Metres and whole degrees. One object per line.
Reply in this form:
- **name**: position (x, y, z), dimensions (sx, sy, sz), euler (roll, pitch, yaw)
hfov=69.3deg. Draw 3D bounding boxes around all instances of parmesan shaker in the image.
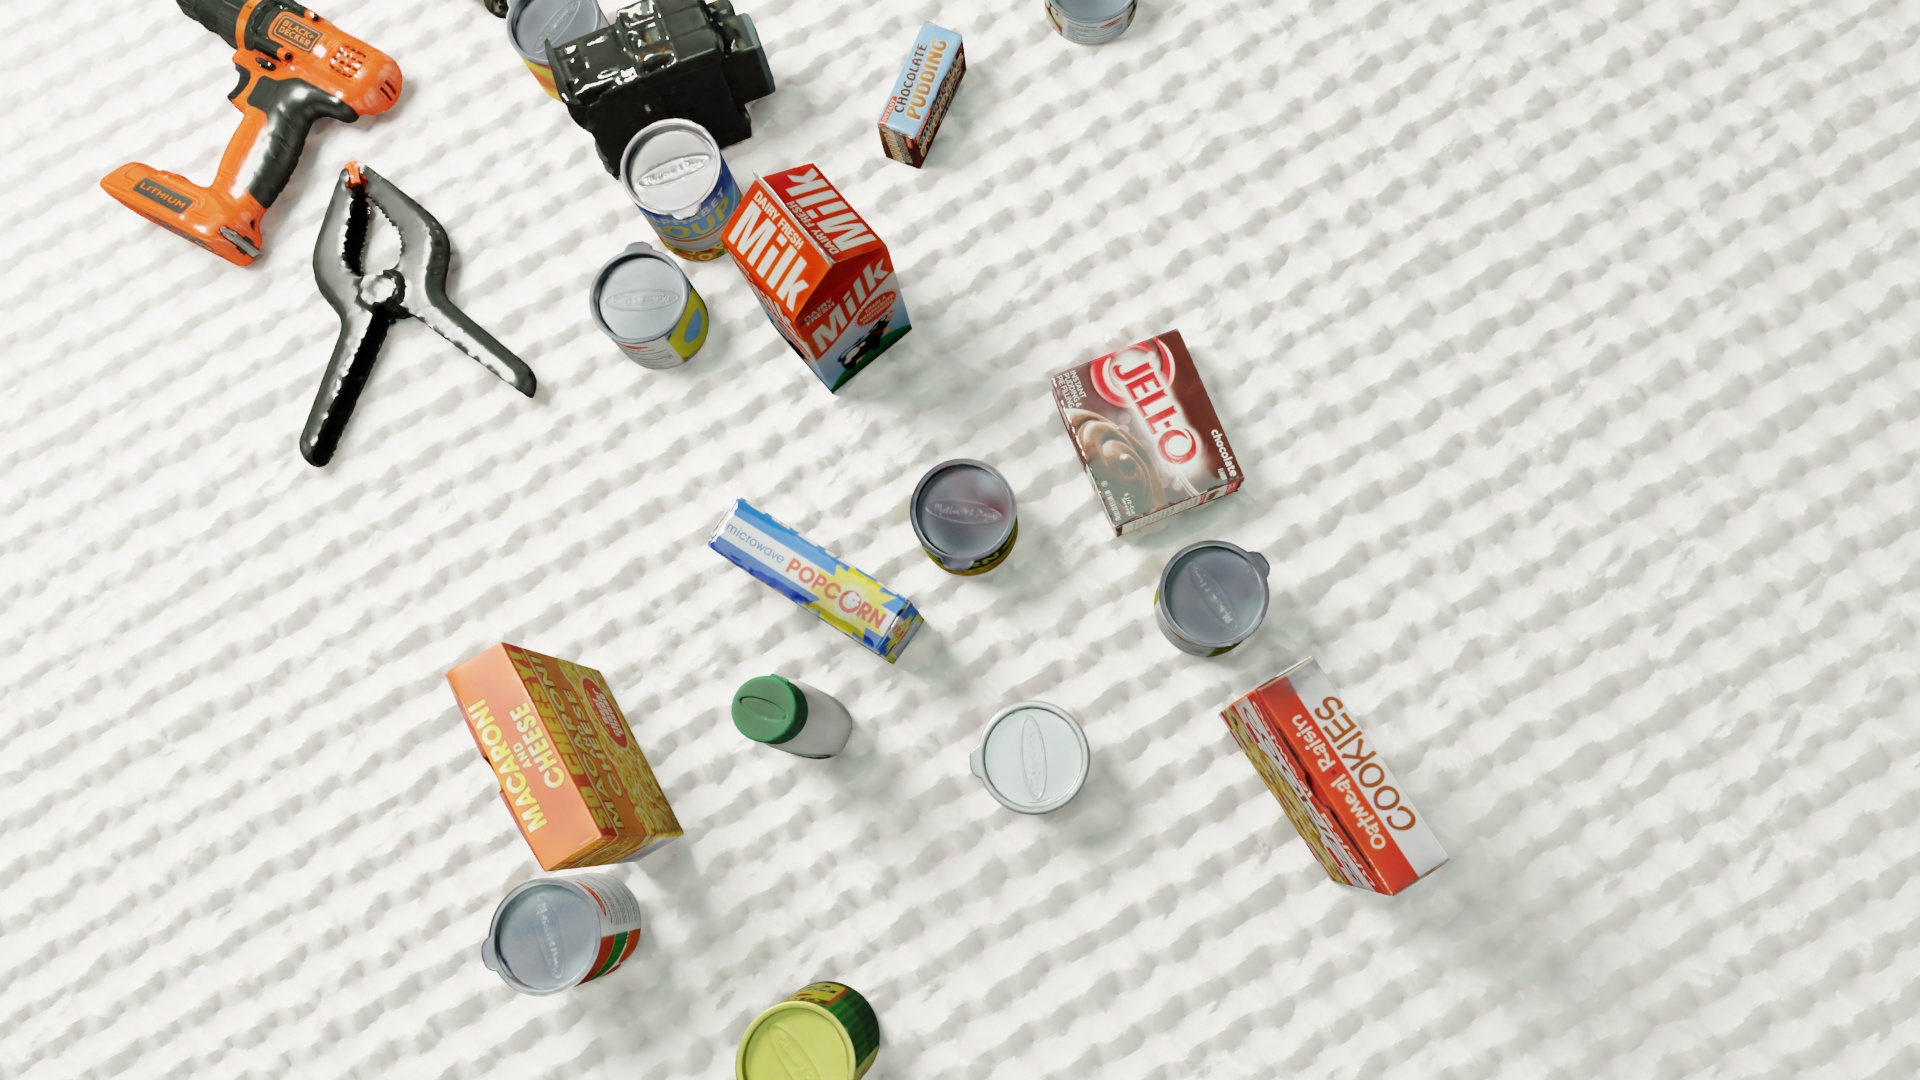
- **parmesan shaker**: position (-0.088, 0.296, 0.804), dimensions (0.071, 0.103, 0.071), euler (-1, 79, 4)

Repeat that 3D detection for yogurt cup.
- **yogurt cup**: position (0.045, 0.134, 0.853), dimensions (0.072, 0.054, 0.072), euler (-1, 79, 4)

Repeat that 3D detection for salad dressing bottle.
- **salad dressing bottle**: position (-0.102, 0.104, 0.821), dimensions (0.064, 0.147, 0.044), euler (20, 81, 8)

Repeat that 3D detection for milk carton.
- **milk carton**: position (-0.087, -0.163, 0.853), dimensions (0.073, 0.190, 0.072), euler (-40, 79, -4)

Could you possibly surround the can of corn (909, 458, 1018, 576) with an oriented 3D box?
- **can of corn**: position (0.003, -0.011, 0.883), dimensions (0.071, 0.058, 0.071), euler (-1, 79, 4)

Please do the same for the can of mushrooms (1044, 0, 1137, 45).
- **can of mushrooms**: position (0.091, -0.384, 0.967), dimensions (0.071, 0.033, 0.071), euler (-1, 78, 4)

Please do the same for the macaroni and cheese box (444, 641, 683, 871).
- **macaroni and cheese box**: position (-0.228, 0.130, 0.815), dimensions (0.040, 0.166, 0.124), euler (-31, 78, -2)

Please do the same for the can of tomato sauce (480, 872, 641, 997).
- **can of tomato sauce**: position (-0.237, 0.236, 0.836), dimensions (0.071, 0.083, 0.071), euler (-1, 79, 4)

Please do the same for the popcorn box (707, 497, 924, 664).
- **popcorn box**: position (-0.089, 0.026, 0.868), dimensions (0.127, 0.085, 0.038), euler (31, 83, 9)

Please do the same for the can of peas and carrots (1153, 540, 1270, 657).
- **can of peas and carrots**: position (0.156, 0.036, 0.863), dimensions (0.071, 0.058, 0.071), euler (-1, 79, 4)

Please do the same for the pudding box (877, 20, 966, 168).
- **pudding box**: position (-0.026, -0.305, 0.950), dimensions (0.030, 0.049, 0.084), euler (22, 81, 8)

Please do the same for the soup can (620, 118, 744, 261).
- **soup can**: position (-0.182, -0.229, 0.928), dimensions (0.071, 0.083, 0.071), euler (-1, 79, 4)

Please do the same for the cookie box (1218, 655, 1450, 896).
- **cookie box**: position (0.203, 0.134, 0.784), dimensions (0.040, 0.167, 0.123), euler (-32, 78, -2)

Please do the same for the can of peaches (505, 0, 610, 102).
- **can of peaches**: position (-0.277, -0.350, 0.972), dimensions (0.071, 0.058, 0.071), euler (-1, 79, 4)

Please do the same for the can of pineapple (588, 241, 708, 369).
- **can of pineapple**: position (-0.206, -0.155, 0.928), dimensions (0.071, 0.057, 0.071), euler (-1, 79, 4)
